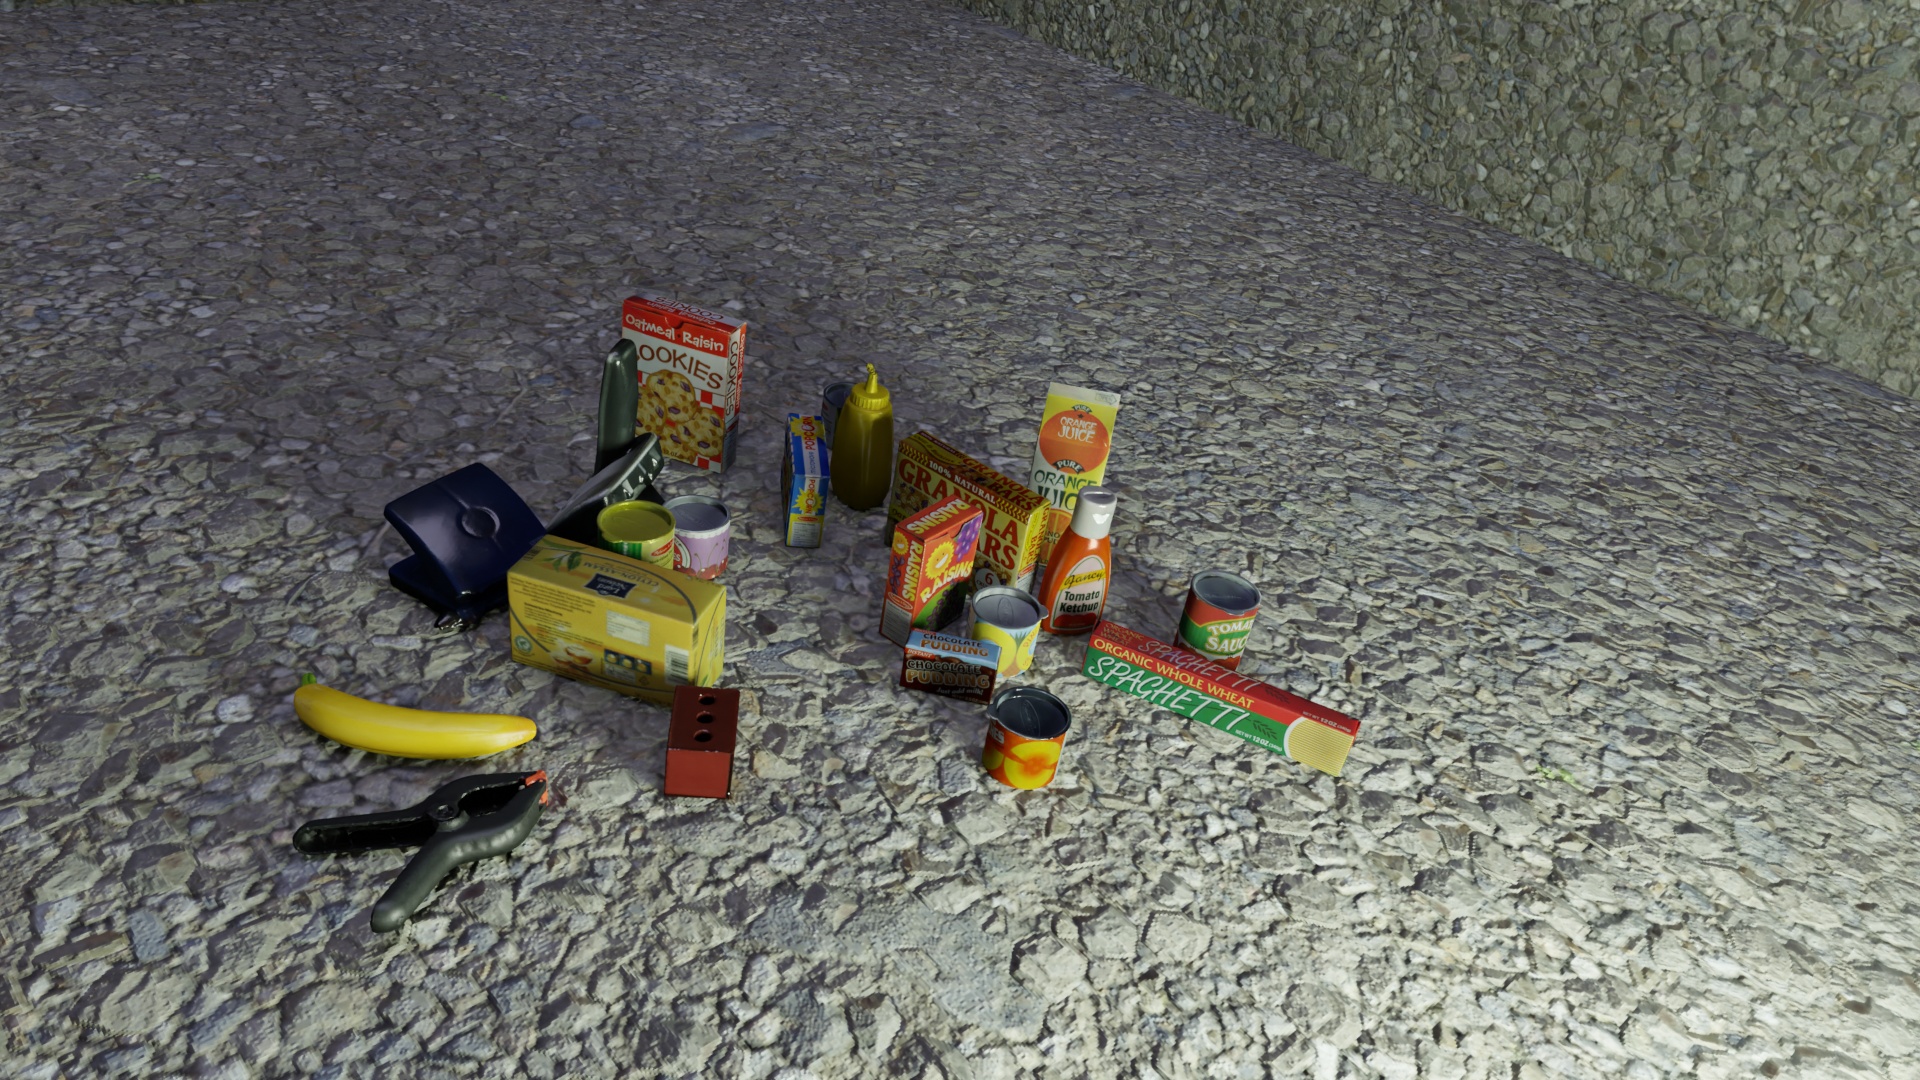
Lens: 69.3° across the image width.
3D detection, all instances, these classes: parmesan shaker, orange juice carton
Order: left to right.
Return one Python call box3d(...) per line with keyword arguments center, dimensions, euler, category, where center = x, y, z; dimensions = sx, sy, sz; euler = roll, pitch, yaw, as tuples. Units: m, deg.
box3d(center=(-0.289, 0.026, 1.223), dimensions=(0.071, 0.102, 0.072), euler=(8, 32, -5), category="parmesan shaker")
box3d(center=(0.107, -0.069, 1.401), dimensions=(0.072, 0.191, 0.073), euler=(12, 32, 3), category="orange juice carton")

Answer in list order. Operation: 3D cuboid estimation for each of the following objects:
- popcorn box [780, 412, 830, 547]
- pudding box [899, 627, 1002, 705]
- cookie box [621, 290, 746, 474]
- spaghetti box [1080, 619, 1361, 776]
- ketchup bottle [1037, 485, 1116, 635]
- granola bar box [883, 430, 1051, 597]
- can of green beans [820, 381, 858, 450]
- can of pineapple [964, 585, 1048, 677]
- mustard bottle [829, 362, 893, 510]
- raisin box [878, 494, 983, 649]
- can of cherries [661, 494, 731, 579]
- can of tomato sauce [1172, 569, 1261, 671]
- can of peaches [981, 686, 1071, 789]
box3d(center=(-0.159, -0.062, 1.413), dimensions=(0.038, 0.084, 0.127), euler=(3, 33, -12), category="popcorn box")
box3d(center=(-0.009, 0.110, 1.223), dimensions=(0.084, 0.049, 0.030), euler=(12, 32, 3), category="pudding box")
box3d(center=(-0.293, -0.165, 1.456), dimensions=(0.123, 0.166, 0.040), euler=(18, 33, 11), category="cookie box")
box3d(center=(0.229, 0.139, 1.246), dimensions=(0.250, 0.050, 0.029), euler=(21, 34, 16), category="spaghetti box")
box3d(center=(0.113, 0.019, 1.308), dimensions=(0.065, 0.148, 0.044), euler=(-2, 34, -19), category="ketchup bottle")
box3d(center=(0.005, -0.017, 1.354), dimensions=(0.166, 0.123, 0.039), euler=(31, 38, 29), category="granola bar box")
box3d(center=(-0.125, -0.138, 1.565), dimensions=(0.071, 0.057, 0.071), euler=(8, 33, -5), category="can of green beans")
box3d(center=(0.040, 0.084, 1.270), dimensions=(0.071, 0.057, 0.071), euler=(8, 33, -5), category="can of pineapple")
box3d(center=(-0.098, -0.111, 1.436), dimensions=(0.049, 0.159, 0.065), euler=(-21, 44, -40), category="mustard bottle")
box3d(center=(-0.028, 0.029, 1.275), dimensions=(0.040, 0.122, 0.086), euler=(30, 37, 27), category="raisin box")
box3d(center=(-0.255, -0.002, 1.317), dimensions=(0.071, 0.058, 0.072), euler=(8, 33, -5), category="can of cherries")
box3d(center=(0.241, 0.081, 1.309), dimensions=(0.071, 0.082, 0.071), euler=(8, 32, -5), category="can of tomato sauce")
box3d(center=(0.052, 0.164, 1.151), dimensions=(0.071, 0.057, 0.071), euler=(8, 33, -5), category="can of peaches")
